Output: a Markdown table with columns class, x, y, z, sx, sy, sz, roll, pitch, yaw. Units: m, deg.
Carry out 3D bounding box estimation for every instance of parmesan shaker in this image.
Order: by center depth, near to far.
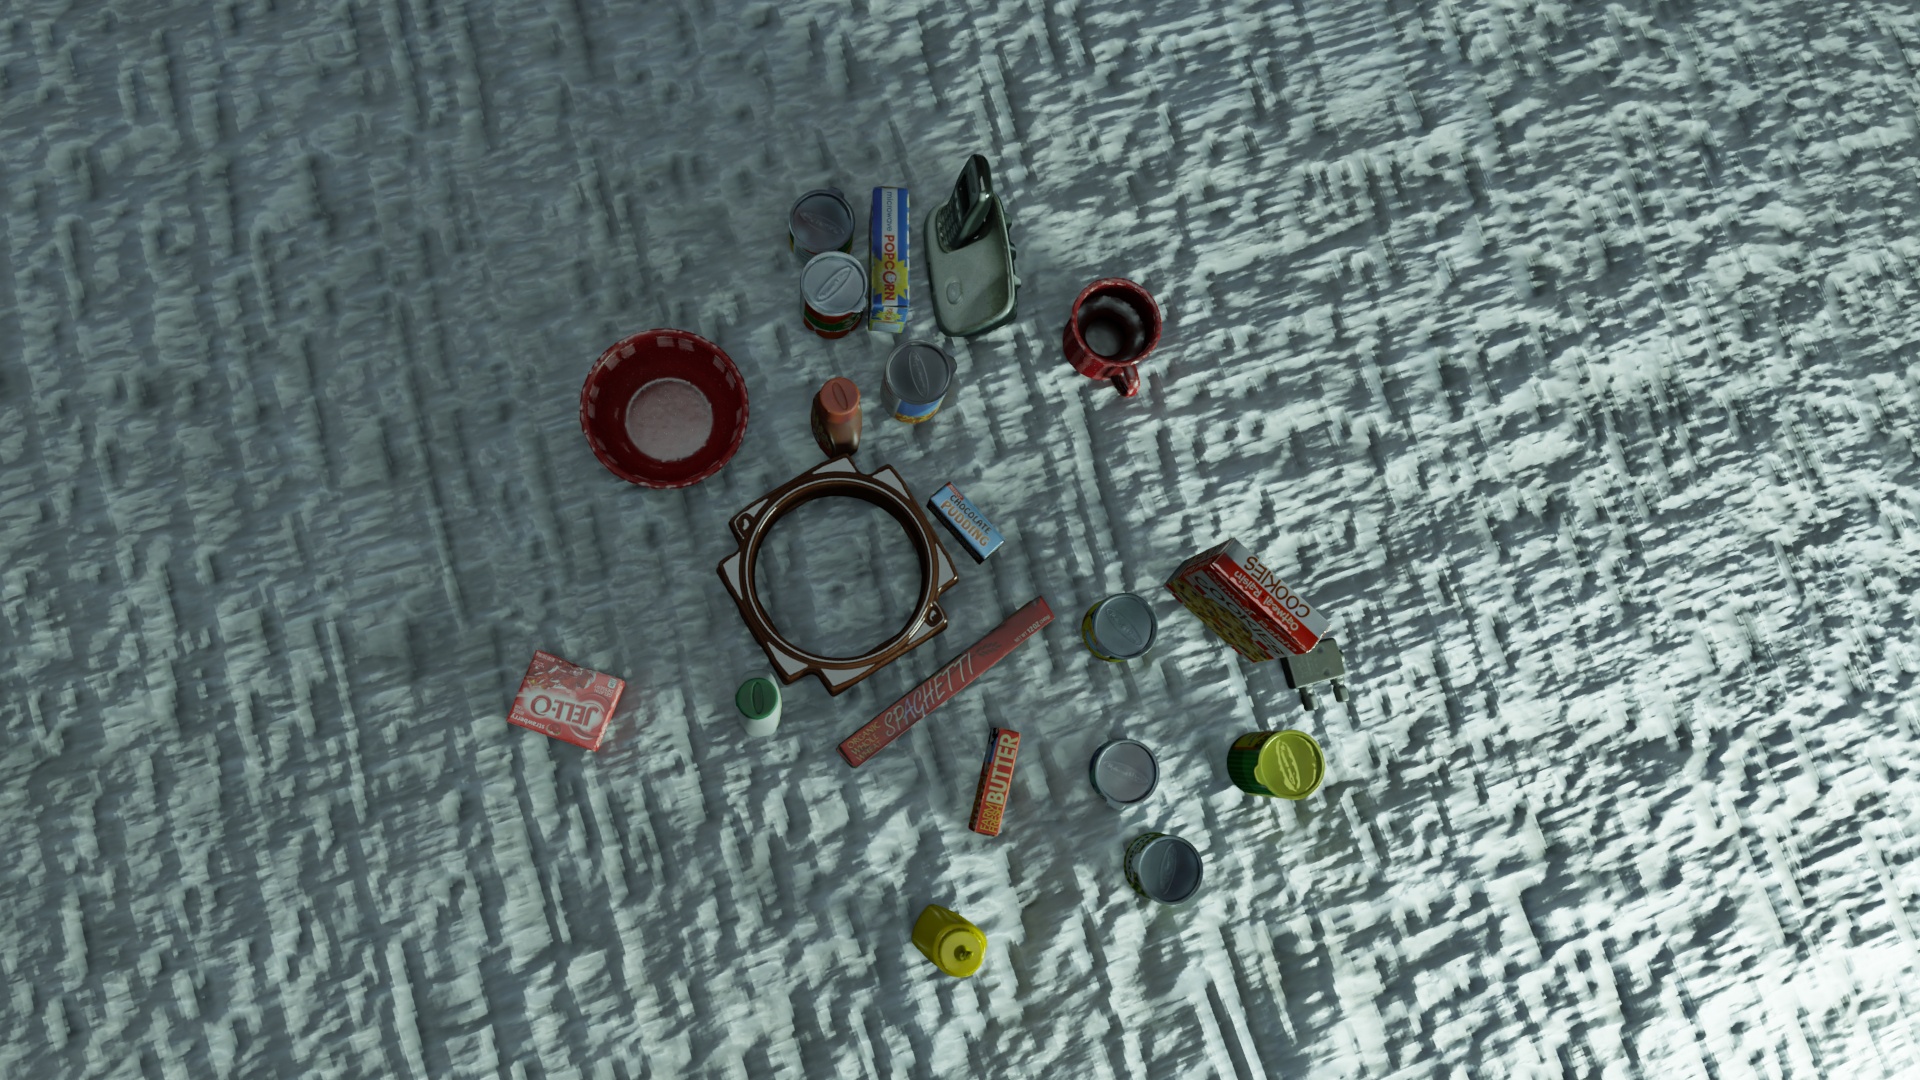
| class | x | y | z | sx | sy | sz | roll | pitch | yaw |
| --- | --- | --- | --- | --- | --- | --- | --- | --- | --- |
| parmesan shaker | 0.305 | 0.220 | 1.367 | 0.071 | 0.103 | 0.071 | 1 | 81 | -7 |

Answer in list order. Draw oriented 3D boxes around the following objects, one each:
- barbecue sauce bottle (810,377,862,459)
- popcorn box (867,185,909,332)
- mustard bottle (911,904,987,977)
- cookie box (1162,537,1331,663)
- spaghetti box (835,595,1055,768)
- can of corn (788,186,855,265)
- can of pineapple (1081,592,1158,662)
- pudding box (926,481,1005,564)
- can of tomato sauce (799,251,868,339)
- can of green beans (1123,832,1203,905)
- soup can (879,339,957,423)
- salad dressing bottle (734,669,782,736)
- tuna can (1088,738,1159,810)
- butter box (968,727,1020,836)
| class | x | y | z | sx | sy | sz | roll | pitch | yaw |
| --- | --- | --- | --- | --- | --- | --- | --- | --- | --- |
| barbecue sauce bottle | -0.119 | -0.122 | 1.343 | 0.044 | 0.148 | 0.065 | -23 | 85 | -10 |
| popcorn box | -0.073 | -0.284 | 1.408 | 0.038 | 0.085 | 0.127 | 1 | 81 | -7 |
| mustard bottle | -0.007 | 0.370 | 1.272 | 0.065 | 0.160 | 0.049 | 29 | 79 | -2 |
| cookie box | 0.275 | 0.063 | 1.355 | 0.123 | 0.167 | 0.040 | 42 | 79 | 0 |
| spaghetti box | -0.015 | 0.139 | 1.365 | 0.250 | 0.050 | 0.028 | -36 | 87 | -11 |
| can of corn | -0.141 | -0.318 | 1.418 | 0.071 | 0.058 | 0.071 | 1 | 81 | -7 |
| can of pineapple | 0.157 | 0.089 | 1.392 | 0.071 | 0.057 | 0.071 | 1 | 81 | -7 |
| pudding box | 0.005 | -0.017 | 1.393 | 0.030 | 0.049 | 0.084 | -42 | 88 | -11 |
| can of tomato sauce | -0.127 | -0.244 | 1.396 | 0.071 | 0.083 | 0.071 | 1 | 81 | -7 |
| can of green beans | 0.198 | 0.320 | 1.359 | 0.071 | 0.057 | 0.071 | 1 | 81 | -7 |
| soup can | -0.043 | -0.158 | 1.392 | 0.071 | 0.083 | 0.071 | 1 | 81 | -7 |
| salad dressing bottle | -0.188 | 0.150 | 1.291 | 0.044 | 0.147 | 0.064 | -3 | 82 | -8 |
| tuna can | 0.161 | 0.233 | 1.382 | 0.071 | 0.032 | 0.071 | 1 | 81 | -7 |
| butter box | 0.033 | 0.235 | 1.354 | 0.024 | 0.053 | 0.103 | 14 | 79 | -5 |
